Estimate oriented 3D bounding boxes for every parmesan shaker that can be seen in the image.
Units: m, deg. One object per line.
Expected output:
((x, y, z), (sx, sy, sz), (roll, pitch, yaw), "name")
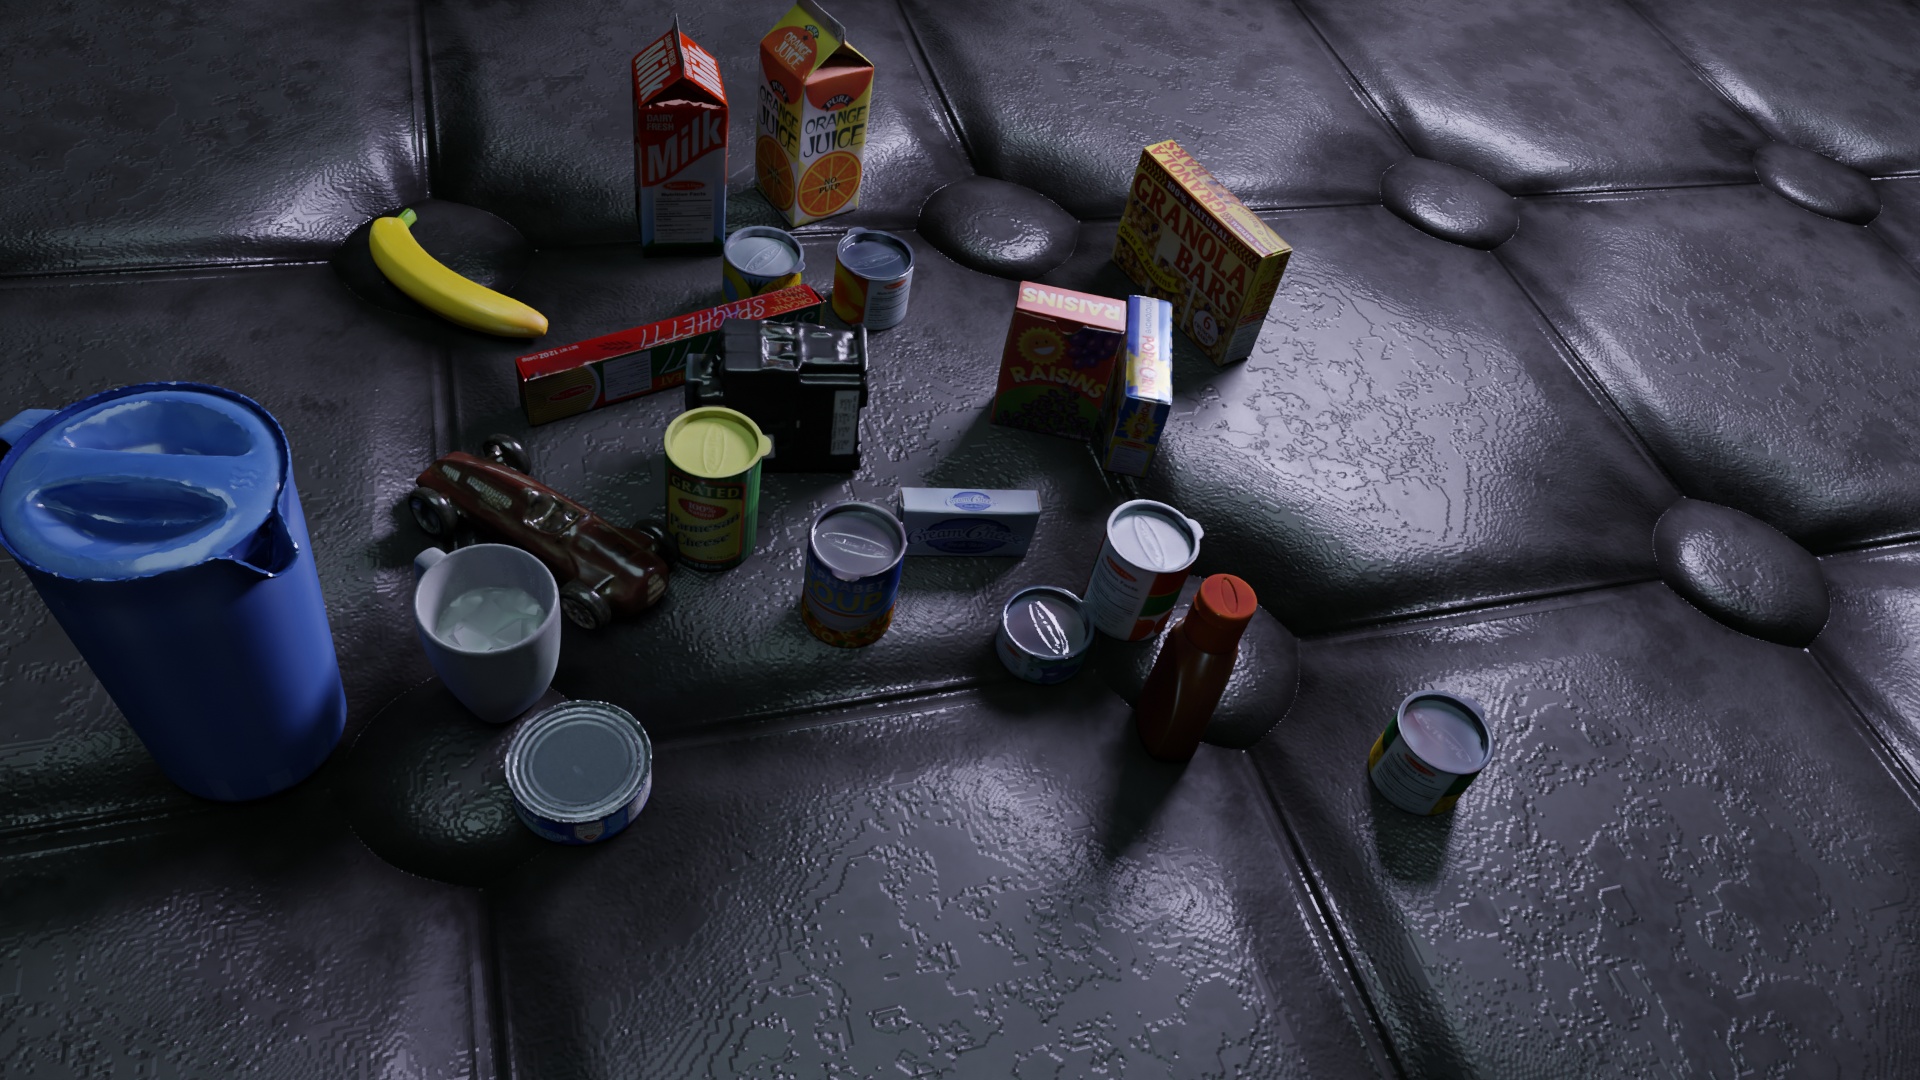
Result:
((-0.171, -0.034, 0.971), (0.071, 0.102, 0.072), (6, 49, -6), "parmesan shaker")

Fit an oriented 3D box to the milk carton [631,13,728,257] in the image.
((-0.235, -0.335, 1.161), (0.073, 0.189, 0.072), (-5, 51, -15), "milk carton")

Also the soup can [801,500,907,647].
((-0.075, 0.026, 0.952), (0.071, 0.083, 0.072), (6, 49, -6), "soup can")

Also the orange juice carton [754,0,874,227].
((-0.129, -0.379, 1.219), (0.073, 0.191, 0.072), (-25, 58, -28), "orange juice carton")

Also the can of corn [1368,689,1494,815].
((0.321, 0.144, 0.946), (0.071, 0.058, 0.071), (6, 49, -6), "can of corn")

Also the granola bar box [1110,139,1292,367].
((0.207, -0.253, 1.223), (0.039, 0.123, 0.166), (-22, 57, -27), "granola bar box")

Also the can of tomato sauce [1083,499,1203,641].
((0.130, 0.022, 0.997), (0.071, 0.082, 0.071), (6, 49, -6), "can of tomato sauce")

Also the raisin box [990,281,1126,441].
((0.076, -0.140, 1.099), (0.086, 0.122, 0.040), (12, 49, -1), "raisin box")

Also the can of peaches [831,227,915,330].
((-0.076, -0.223, 1.184), (0.071, 0.057, 0.071), (6, 49, -6), "can of peaches")

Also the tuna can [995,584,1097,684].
((0.061, 0.066, 0.979), (0.071, 0.032, 0.071), (6, 49, -6), "tuna can")

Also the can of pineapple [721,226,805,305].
((-0.165, -0.219, 1.163), (0.071, 0.057, 0.071), (6, 49, -6), "can of pineapple")

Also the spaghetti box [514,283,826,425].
((-0.224, -0.149, 1.096), (0.251, 0.049, 0.029), (-20, 56, -26), "spaghetti box")

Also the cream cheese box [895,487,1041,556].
((0.004, -0.013, 1.021), (0.104, 0.053, 0.024), (1, 50, -11), "cream cheese box")

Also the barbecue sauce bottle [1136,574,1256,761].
((0.153, 0.081, 0.907), (0.044, 0.147, 0.065), (5, 49, -7), "barbecue sauce bottle")

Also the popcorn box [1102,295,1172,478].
((0.144, -0.126, 1.126), (0.038, 0.084, 0.127), (10, 49, -3), "popcorn box")
